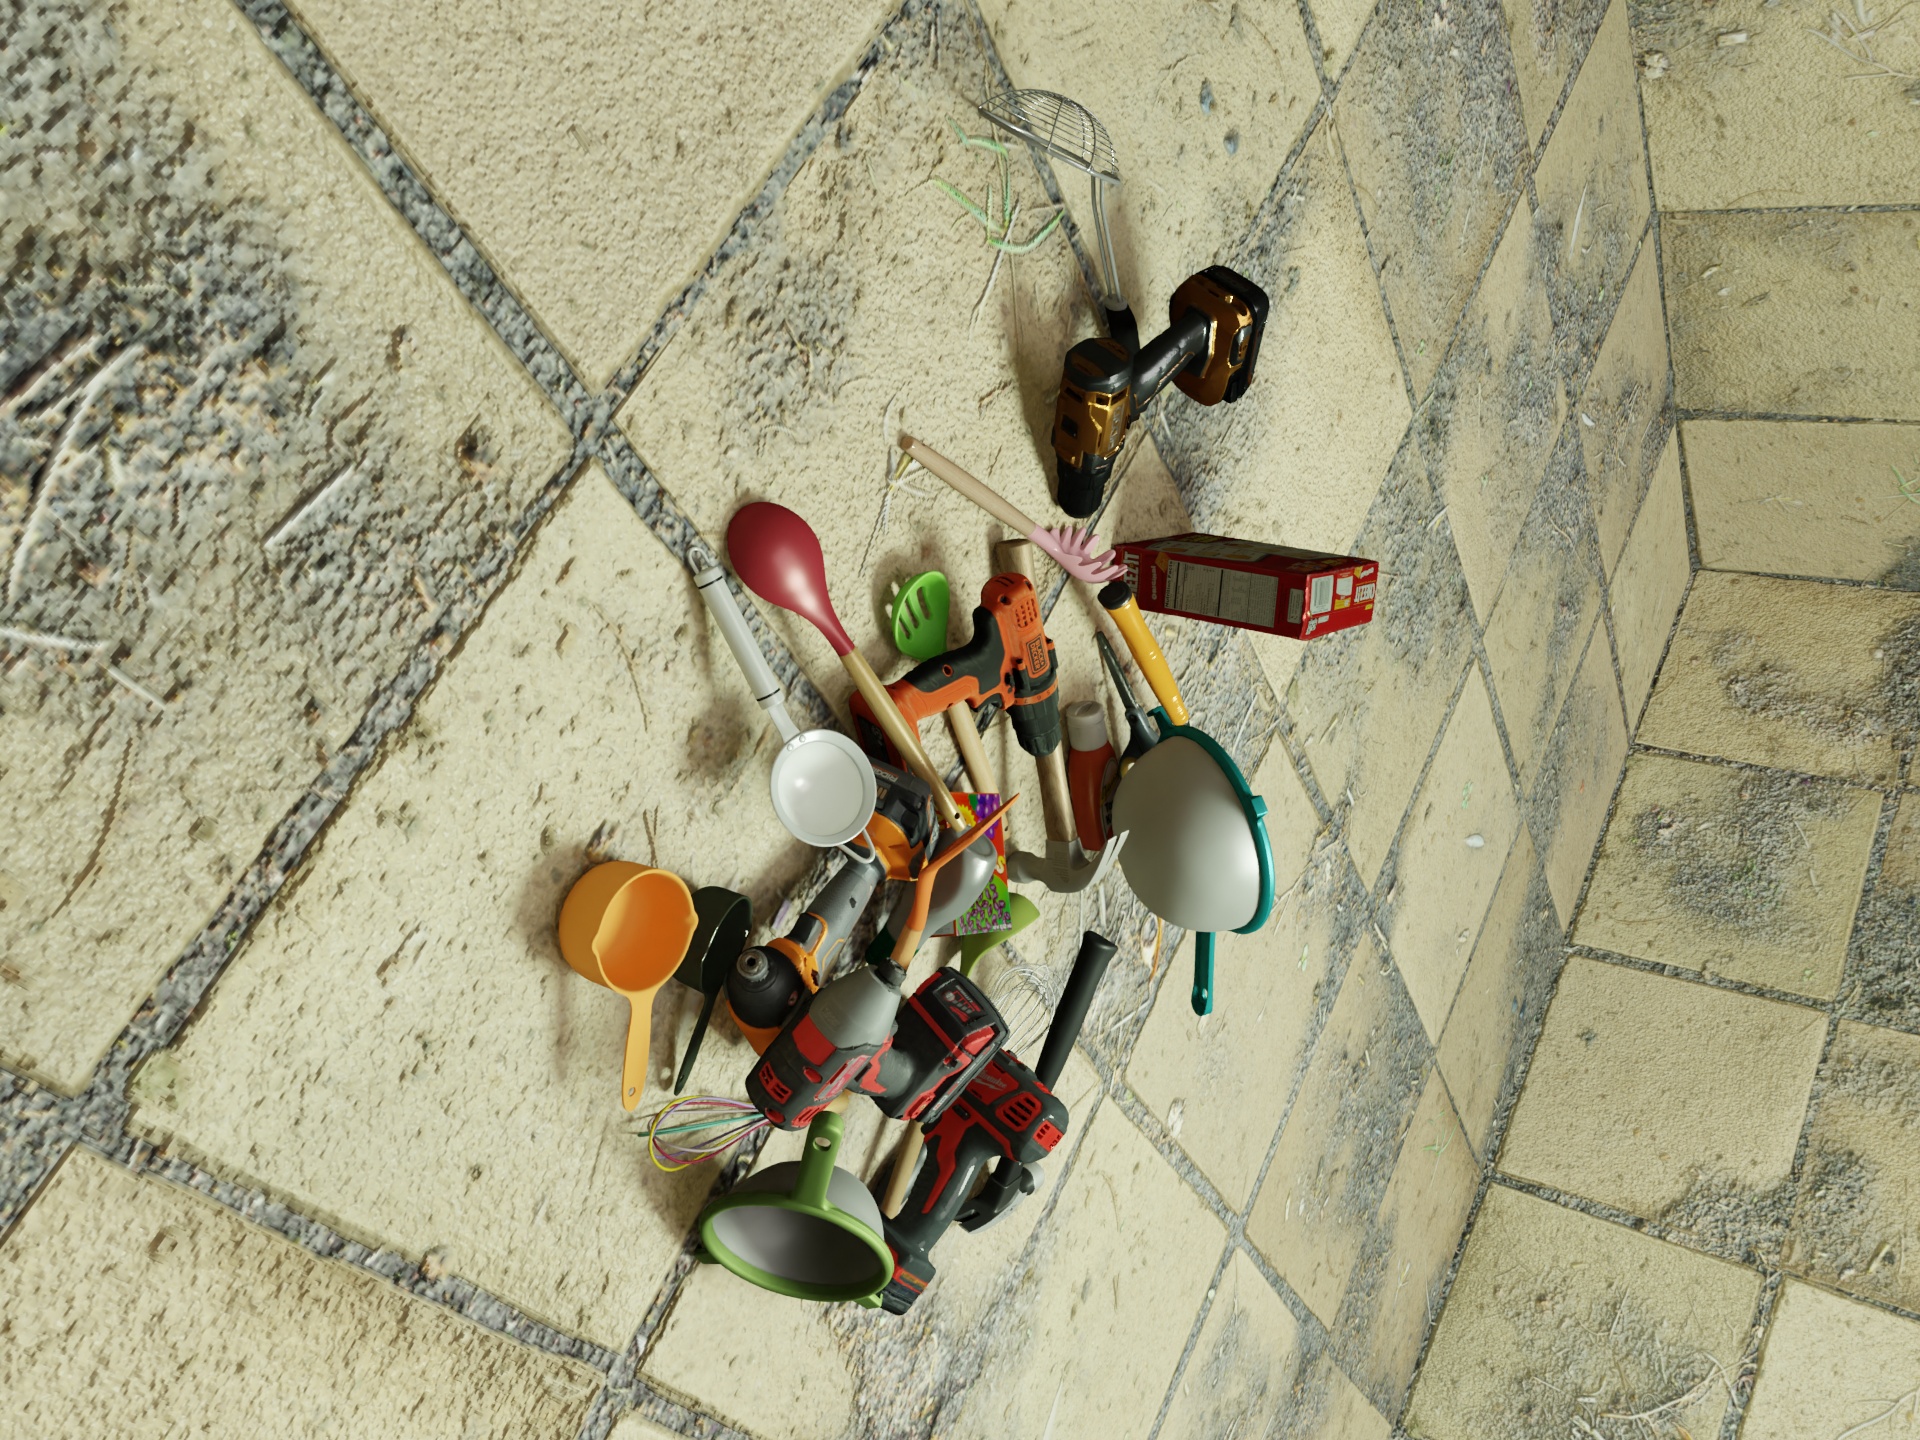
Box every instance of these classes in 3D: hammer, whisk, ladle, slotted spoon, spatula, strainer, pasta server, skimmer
[{"bbox_3d":[0.076,0.000,1.439,0.031,0.130,0.331,-24,110,-45],"label":"hammer"},{"bbox_3d":[-0.163,0.312,1.239,0.244,0.051,0.047,12,55,-59],"label":"whisk"},{"bbox_3d":[0.076,0.340,1.492,0.146,0.035,0.334,-17,131,-54],"label":"hammer"},{"bbox_3d":[0.004,0.337,1.469,0.285,0.070,0.070,-51,136,-26],"label":"whisk"},{"bbox_3d":[-0.005,0.303,1.423,0.062,0.078,0.320,22,76,-10],"label":"ladle"},{"bbox_3d":[-0.002,-0.004,1.386,0.070,0.031,0.313,-45,135,-27],"label":"slotted spoon"},{"bbox_3d":[-0.075,-0.032,1.206,0.069,0.031,0.315,-45,119,-24],"label":"ladle"},{"bbox_3d":[-0.037,0.188,1.276,0.081,0.041,0.322,-38,154,-59],"label":"spatula"},{"bbox_3d":[0.211,-0.019,1.596,0.034,0.127,0.336,-33,135,1],"label":"hammer"},{"bbox_3d":[0.208,0.170,1.553,0.095,0.211,0.340,-17,125,-19],"label":"strainer"},{"bbox_3d":[-0.109,0.341,1.176,0.069,0.151,0.256,-75,180,-46],"label":"strainer"},{"bbox_3d":[0.051,-0.185,1.400,0.040,0.060,0.316,-45,144,15],"label":"pasta server"},{"bbox_3d":[-0.133,-0.009,1.146,0.087,0.050,0.258,-34,105,-33],"label":"strainer"},{"bbox_3d":[0.104,-0.395,1.388,0.090,0.127,0.362,-40,146,-12],"label":"skimmer"}]

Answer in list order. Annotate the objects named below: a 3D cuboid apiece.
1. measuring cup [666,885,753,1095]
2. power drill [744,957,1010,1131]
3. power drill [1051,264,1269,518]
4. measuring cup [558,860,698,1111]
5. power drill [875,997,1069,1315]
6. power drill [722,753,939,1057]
[{"bbox_3d":[-0.198,0.197,1.165,0.083,0.038,0.167,-30,141,-70],"label":"measuring cup"},{"bbox_3d":[-0.056,0.240,1.199,0.143,0.079,0.219,-50,153,9],"label":"power drill"},{"bbox_3d":[0.171,-0.293,1.447,0.226,0.084,0.185,-36,152,-27],"label":"power drill"},{"bbox_3d":[-0.236,0.180,1.094,0.095,0.052,0.173,-7,107,-53],"label":"measuring cup"},{"bbox_3d":[-0.040,0.357,1.339,0.227,0.188,0.080,-49,143,-8],"label":"power drill"},{"bbox_3d":[-0.102,0.141,1.208,0.226,0.084,0.164,-60,163,-22],"label":"power drill"}]
